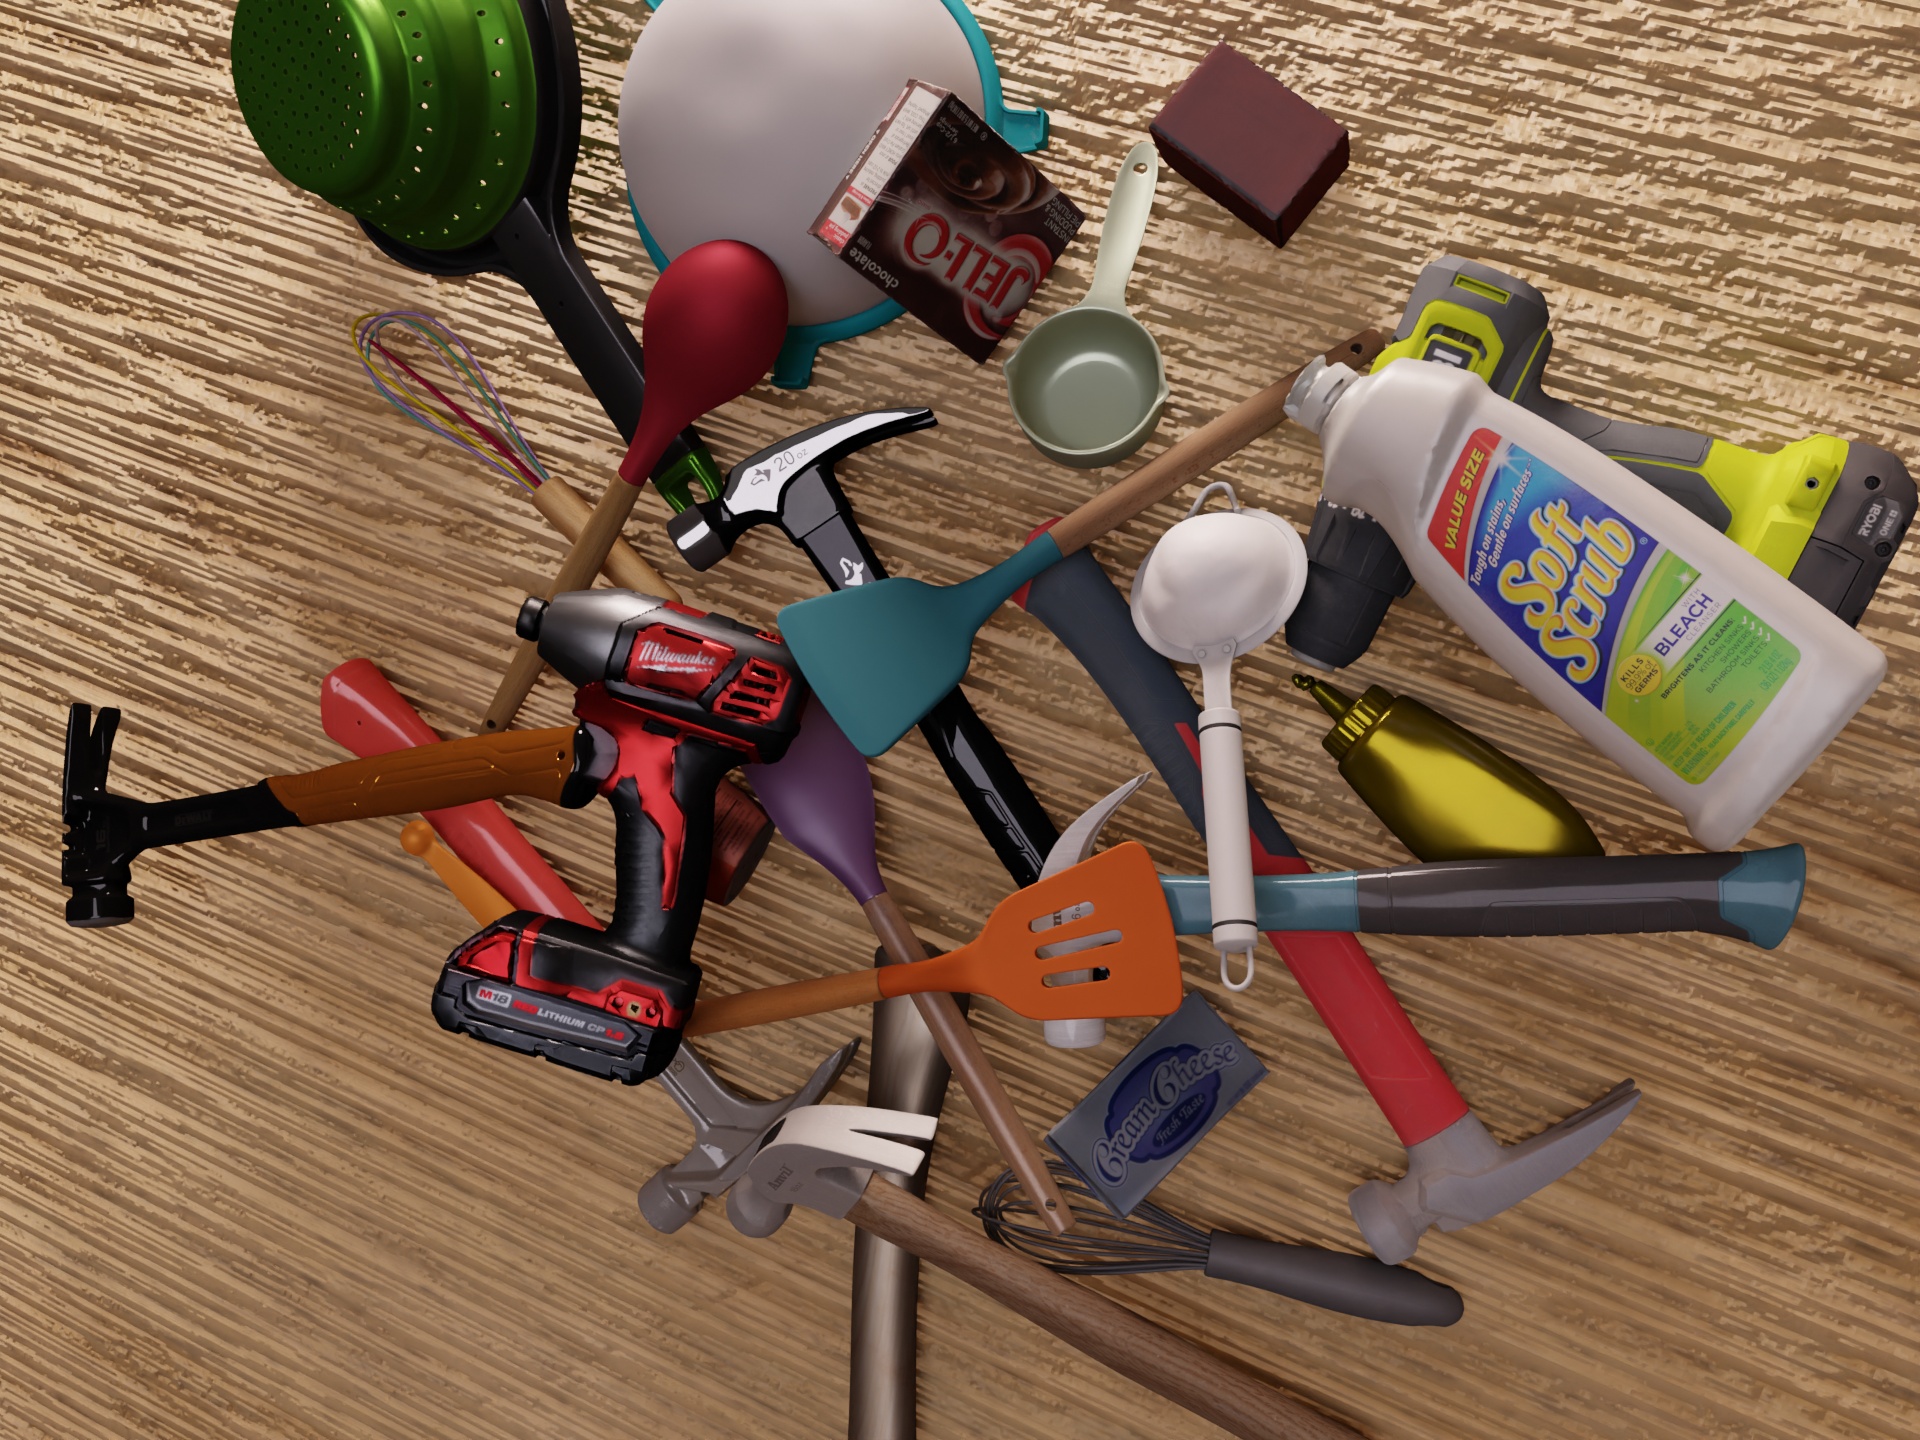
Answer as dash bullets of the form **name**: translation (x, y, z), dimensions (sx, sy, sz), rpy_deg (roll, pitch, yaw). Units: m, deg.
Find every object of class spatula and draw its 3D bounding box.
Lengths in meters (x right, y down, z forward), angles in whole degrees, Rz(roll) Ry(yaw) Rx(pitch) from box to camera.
- **spatula**: translation (-0.053, 0.130, 0.774), dimensions (0.322, 0.041, 0.081), rpy_deg (-15, 88, 26)
- **spatula**: translation (0.067, -0.098, 0.749), dimensions (0.317, 0.044, 0.082), rpy_deg (-33, 82, -1)
- **spatula**: translation (-0.028, 0.110, 0.792), dimensions (0.060, 0.018, 0.316), rpy_deg (-29, 75, -6)

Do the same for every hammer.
- **hammer**: translation (-0.342, 0.033, 0.856), dimensions (0.337, 0.034, 0.127), rpy_deg (-8, 80, 16)
- **hammer**: translation (-0.048, 0.321, 0.825), dimensions (0.146, 0.038, 0.410), rpy_deg (4, 92, 16)
- **hammer**: translation (0.156, 0.058, 0.764), dimensions (0.143, 0.038, 0.386), rpy_deg (-34, 82, 12)
- **hammer**: translation (0.192, 0.082, 0.709), dimensions (0.331, 0.033, 0.128), rpy_deg (-4, 92, 19)
- **hammer**: translation (-0.001, -0.003, 0.801), dimensions (0.146, 0.035, 0.335), rpy_deg (-33, 85, 4)
- **hammer**: translation (0.052, 0.278, 0.752), dimensions (0.331, 0.031, 0.130), rpy_deg (30, 135, -3)
- **hammer**: translation (-0.220, 0.097, 0.867), dimensions (0.149, 0.036, 0.359), rpy_deg (-45, 81, 11)

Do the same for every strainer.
- **strainer**: translation (0.116, -0.007, 0.712), dimensions (0.087, 0.050, 0.259), rpy_deg (-12, 64, 25)
- **strainer**: translation (-0.131, -0.350, 0.804), dimensions (0.211, 0.095, 0.340), rpy_deg (-42, 82, 12)

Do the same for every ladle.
- **ladle**: translation (-0.183, -0.106, 0.823), dimensions (0.069, 0.031, 0.315), rpy_deg (35, 115, -1)

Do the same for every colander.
- **colander**: translation (-0.256, -0.260, 0.815), dimensions (0.204, 0.094, 0.397), rpy_deg (-32, 91, 37)

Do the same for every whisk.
- **whisk**: translation (-0.244, -0.138, 0.866), dimensions (0.245, 0.047, 0.051), rpy_deg (44, 100, 7)
- **whisk**: translation (0.122, 0.260, 0.775), dimensions (0.239, 0.055, 0.055), rpy_deg (10, 94, 10)

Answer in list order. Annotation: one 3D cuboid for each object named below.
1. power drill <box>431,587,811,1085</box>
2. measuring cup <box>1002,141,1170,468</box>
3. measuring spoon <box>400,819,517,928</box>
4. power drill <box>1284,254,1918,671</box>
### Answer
- **power drill**: translation (-0.167, 0.048, 0.759), dimensions (0.143, 0.078, 0.219), rpy_deg (18, 90, -4)
- **measuring cup**: translation (0.074, -0.203, 0.787), dimensions (0.083, 0.038, 0.168), rpy_deg (12, 80, 14)
- **measuring spoon**: translation (-0.260, 0.096, 0.852), dimensions (0.117, 0.011, 0.021), rpy_deg (42, 101, 10)
- **power drill**: translation (0.272, -0.079, 0.711), dimensions (0.228, 0.080, 0.190), rpy_deg (26, 102, 15)
